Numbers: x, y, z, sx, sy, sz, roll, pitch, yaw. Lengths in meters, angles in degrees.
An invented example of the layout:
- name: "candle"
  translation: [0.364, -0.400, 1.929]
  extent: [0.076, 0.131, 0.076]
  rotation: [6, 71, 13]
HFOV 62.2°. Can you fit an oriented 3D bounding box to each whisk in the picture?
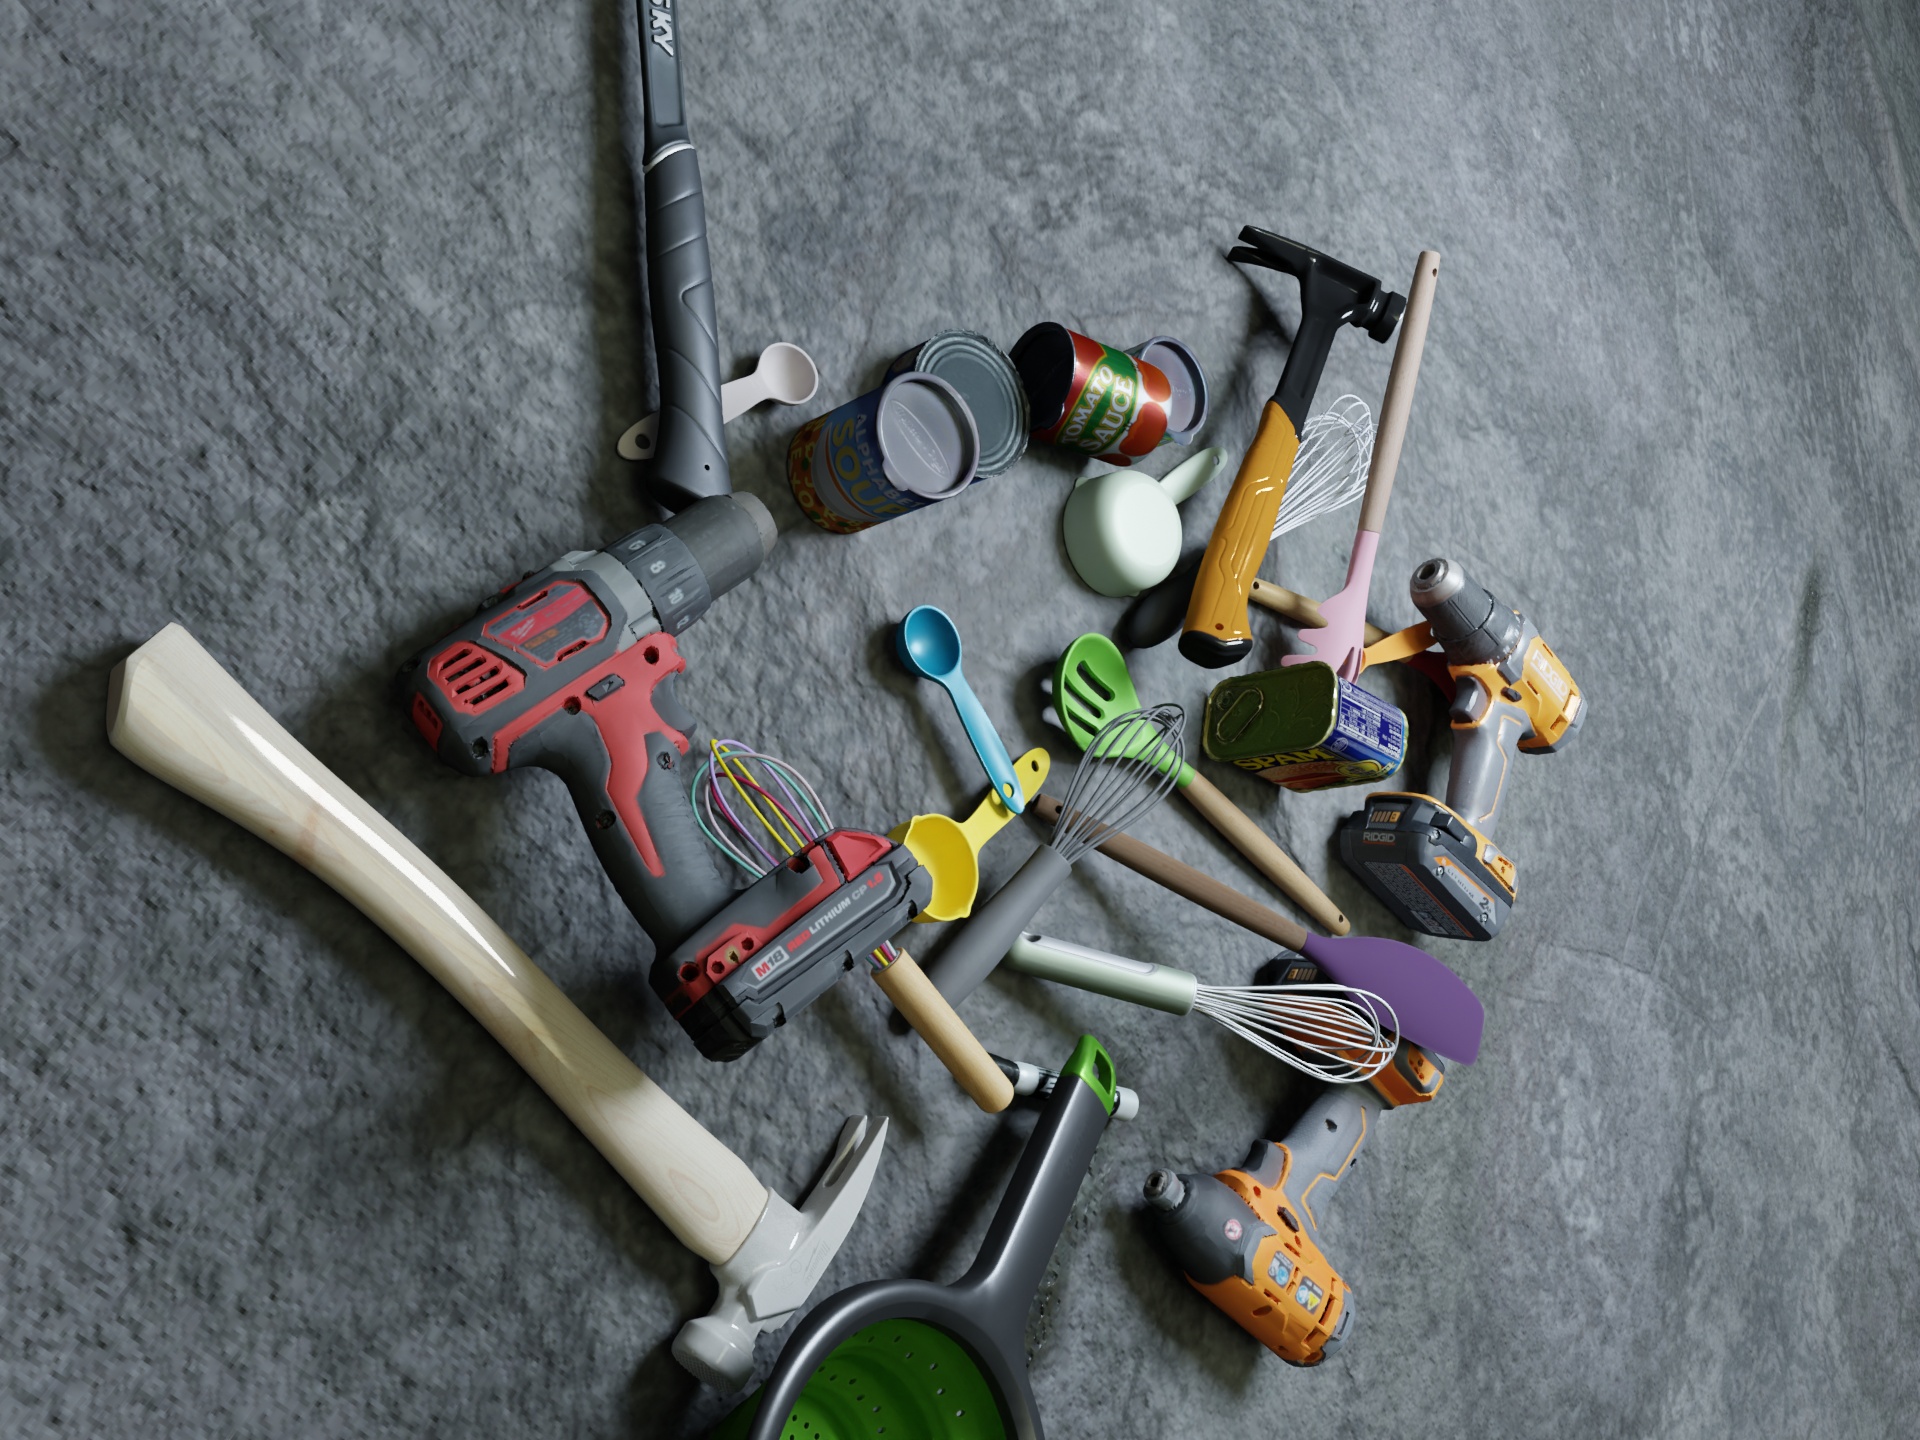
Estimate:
- name: "whisk"
  translation: [0.049, 0.076, 0.877]
  extent: [0.239, 0.055, 0.055]
  rotation: [-47, 113, -20]
- name: "whisk"
  translation: [0.198, -0.128, 1.049]
  extent: [0.284, 0.070, 0.070]
  rotation: [-42, 109, -30]
- name: "whisk"
  translation: [-0.051, 0.107, 0.795]
  extent: [0.051, 0.047, 0.245]
  rotation: [-44, 106, -27]
- name: "whisk"
  translation: [0.136, 0.157, 0.902]
  extent: [0.246, 0.058, 0.059]
  rotation: [16, 101, -10]

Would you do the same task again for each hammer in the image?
- name: "hammer"
  translation: [-0.192, 0.113, 0.695]
  extent: [0.410, 0.038, 0.146]
  rotation: [51, 54, -21]
- name: "hammer"
  translation: [0.194, -0.177, 1.020]
  extent: [0.127, 0.034, 0.337]
  rotation: [24, 61, -3]
- name: "hammer"
  translation: [-0.144, -0.299, 0.799]
  extent: [0.149, 0.036, 0.409]
  rotation: [0, 80, -41]

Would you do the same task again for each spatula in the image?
- name: "spatula"
  translation: [0.181, 0.118, 0.944]
  extent: [0.315, 0.018, 0.060]
  rotation: [27, 59, -10]

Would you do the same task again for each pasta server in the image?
- name: "pasta server"
  translation: [0.269, -0.153, 1.054]
  extent: [0.060, 0.040, 0.316]
  rotation: [7, 96, -47]

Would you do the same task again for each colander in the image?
- name: "colander"
  translation: [-0.023, 0.311, 0.773]
  extent: [0.204, 0.094, 0.397]
  rotation: [55, 41, -21]

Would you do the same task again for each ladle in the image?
- name: "ladle"
  translation: [0.305, -0.054, 1.141]
  extent: [0.315, 0.031, 0.069]
  rotation: [17, 76, -34]

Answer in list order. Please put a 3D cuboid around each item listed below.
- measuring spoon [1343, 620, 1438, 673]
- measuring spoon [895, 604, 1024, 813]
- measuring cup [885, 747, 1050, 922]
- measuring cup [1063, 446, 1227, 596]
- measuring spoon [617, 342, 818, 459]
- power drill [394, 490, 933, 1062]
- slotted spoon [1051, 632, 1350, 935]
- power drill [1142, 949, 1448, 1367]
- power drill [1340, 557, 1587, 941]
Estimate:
- name: "measuring spoon"
  translation: [0.307, -0.054, 1.124]
  extent: [0.117, 0.011, 0.021]
  rotation: [-18, 109, -37]
- name: "measuring spoon"
  translation: [-0.001, -0.003, 0.878]
  extent: [0.042, 0.021, 0.128]
  rotation: [-37, 103, -45]
- name: "measuring cup"
  translation: [0.005, 0.058, 0.880]
  extent: [0.156, 0.029, 0.062]
  rotation: [-43, 109, -48]
- name: "measuring cup"
  translation: [0.132, -0.139, 1.003]
  extent: [0.167, 0.038, 0.083]
  rotation: [-38, 106, -35]
- name: "measuring spoon"
  translation: [-0.126, -0.159, 0.814]
  extent: [0.124, 0.018, 0.034]
  rotation: [-33, 95, -31]
- name: "power drill"
  translation: [-0.111, 0.015, 0.709]
  extent: [0.188, 0.080, 0.227]
  rotation: [-37, 86, -27]
- name: "slotted spoon"
  translation: [0.155, 0.052, 0.999]
  extent: [0.313, 0.031, 0.070]
  rotation: [41, 59, -29]
- name: "power drill"
  translation: [0.202, 0.251, 0.969]
  extent: [0.164, 0.084, 0.226]
  rotation: [44, 61, -23]
- name: "power drill"
  translation: [0.345, 0.015, 1.109]
  extent: [0.185, 0.084, 0.226]
  rotation: [42, 66, -29]
